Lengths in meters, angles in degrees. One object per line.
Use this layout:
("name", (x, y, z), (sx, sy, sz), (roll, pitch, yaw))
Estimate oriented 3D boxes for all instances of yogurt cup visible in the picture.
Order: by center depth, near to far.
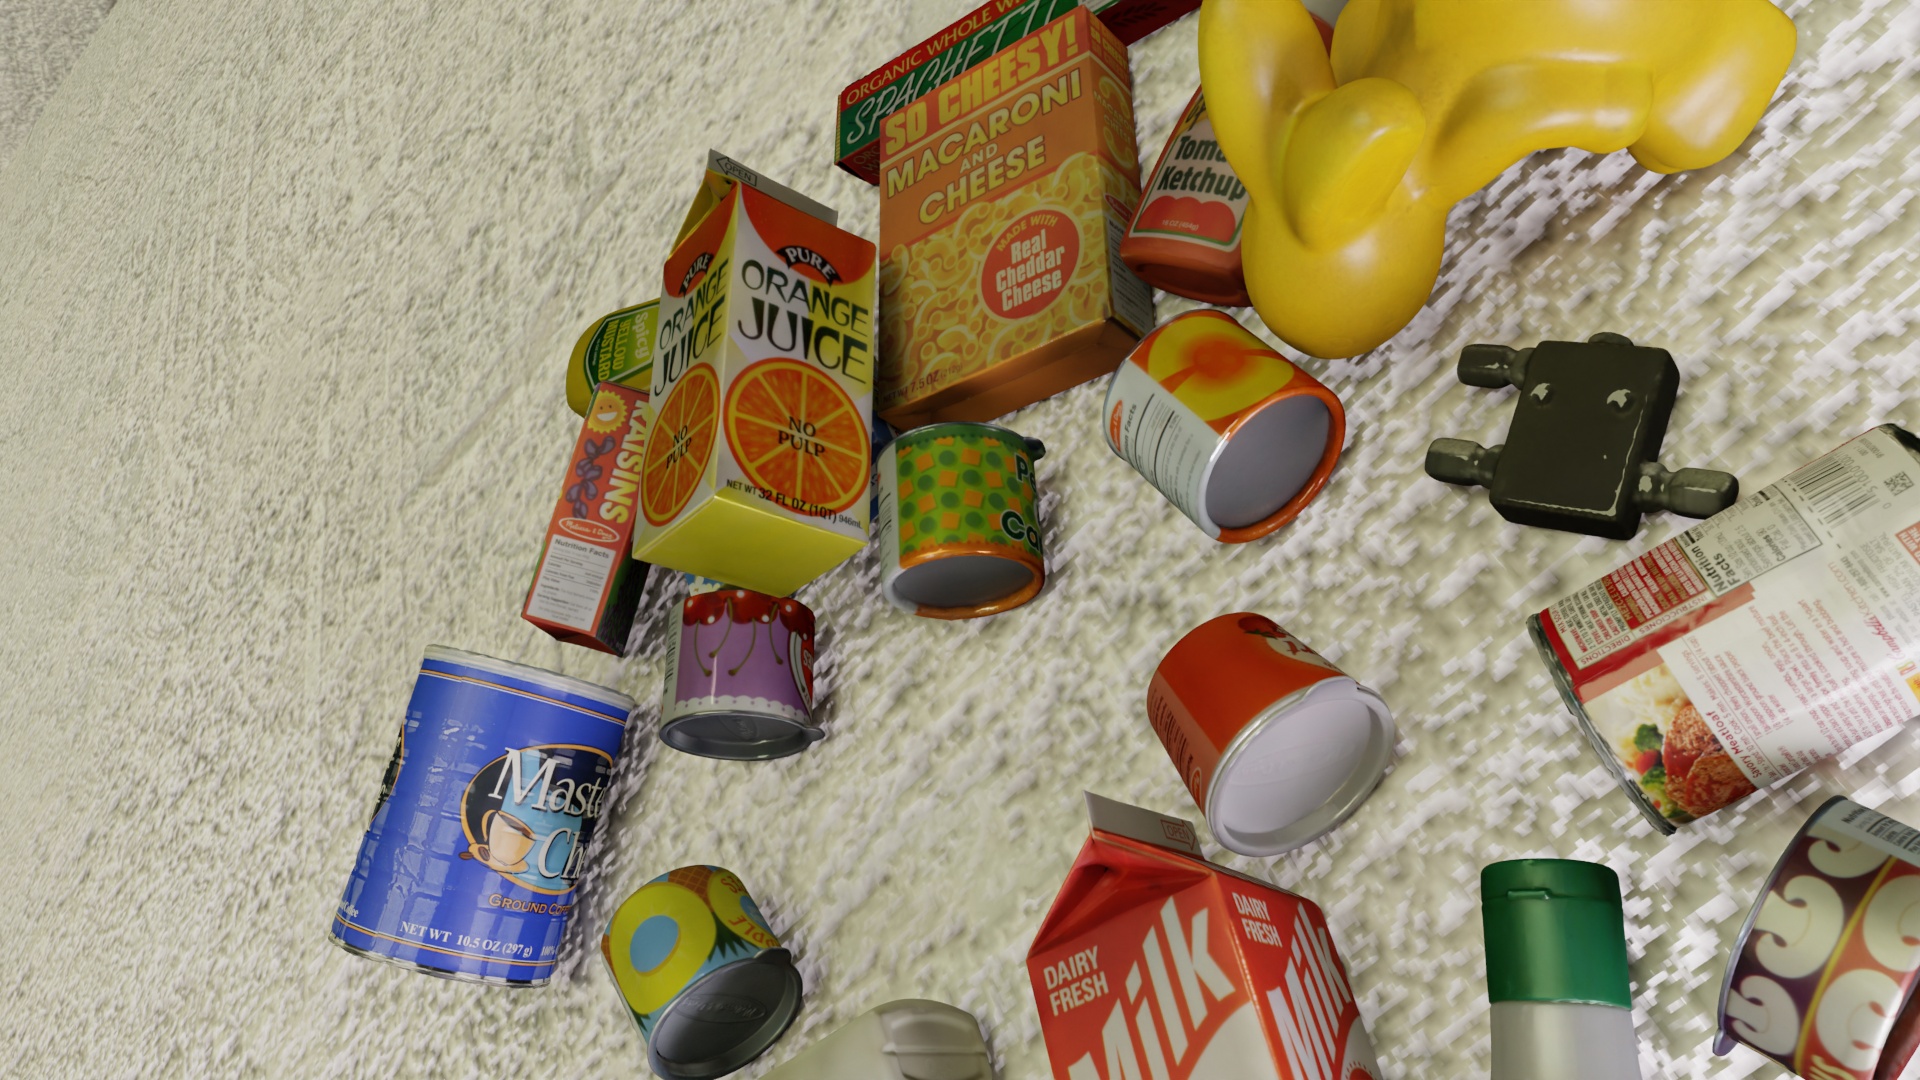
("yogurt cup", (0.097, 0.060, 0.450), (0.072, 0.072, 0.054), (-51, 39, 11))

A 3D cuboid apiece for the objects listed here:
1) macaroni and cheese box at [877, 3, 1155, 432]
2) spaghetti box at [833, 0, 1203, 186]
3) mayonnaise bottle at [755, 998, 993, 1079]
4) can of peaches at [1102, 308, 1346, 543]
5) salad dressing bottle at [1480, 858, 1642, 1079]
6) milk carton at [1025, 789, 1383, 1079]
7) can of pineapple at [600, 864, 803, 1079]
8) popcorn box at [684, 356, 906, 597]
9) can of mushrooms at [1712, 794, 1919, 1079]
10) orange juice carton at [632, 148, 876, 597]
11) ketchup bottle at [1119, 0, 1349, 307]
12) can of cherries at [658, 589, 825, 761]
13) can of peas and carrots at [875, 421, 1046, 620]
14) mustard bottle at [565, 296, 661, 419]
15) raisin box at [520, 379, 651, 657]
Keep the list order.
("macaroni and cheese box", (0.020, -0.140, 0.624), (0.123, 0.040, 0.167), (-19, 60, 33))
("spaghetti box", (0.040, -0.244, 0.663), (0.249, 0.028, 0.050), (-19, 59, 33))
("mayonnaise bottle", (-0.060, 0.216, 0.513), (0.147, 0.065, 0.041), (-37, 52, 27))
("can of peaches", (0.096, -0.042, 0.496), (0.071, 0.071, 0.058), (-51, 46, 11))
("salad dressing bottle", (0.160, 0.160, 0.362), (0.064, 0.044, 0.148), (-14, 61, 38))
("milk carton", (0.079, 0.166, 0.409), (0.073, 0.072, 0.191), (-33, 53, 26))
("can of pineapple", (-0.105, 0.175, 0.567), (0.071, 0.071, 0.058), (-54, 46, 8))
("popcorn box", (-0.082, -0.029, 0.660), (0.126, 0.038, 0.085), (-42, 49, 18))
("can of mushrooms", (0.211, 0.100, 0.330), (0.033, 0.071, 0.071), (27, 89, 43))
("orange juice carton", (-0.085, -0.080, 0.598), (0.072, 0.072, 0.193), (-31, 51, 45))
("ketchup bottle", (0.119, -0.168, 0.550), (0.065, 0.043, 0.149), (20, 84, 40))
("can of cherries", (-0.095, 0.060, 0.614), (0.071, 0.071, 0.058), (-20, 58, 33))
("can of peas and carrots", (0.002, -0.007, 0.561), (0.071, 0.071, 0.059), (-22, 58, 32))
("mustard bottle", (-0.146, -0.103, 0.742), (0.160, 0.049, 0.065), (-13, 64, 36))
("raisin box", (-0.176, -0.009, 0.701), (0.040, 0.086, 0.123), (15, 78, -1))
